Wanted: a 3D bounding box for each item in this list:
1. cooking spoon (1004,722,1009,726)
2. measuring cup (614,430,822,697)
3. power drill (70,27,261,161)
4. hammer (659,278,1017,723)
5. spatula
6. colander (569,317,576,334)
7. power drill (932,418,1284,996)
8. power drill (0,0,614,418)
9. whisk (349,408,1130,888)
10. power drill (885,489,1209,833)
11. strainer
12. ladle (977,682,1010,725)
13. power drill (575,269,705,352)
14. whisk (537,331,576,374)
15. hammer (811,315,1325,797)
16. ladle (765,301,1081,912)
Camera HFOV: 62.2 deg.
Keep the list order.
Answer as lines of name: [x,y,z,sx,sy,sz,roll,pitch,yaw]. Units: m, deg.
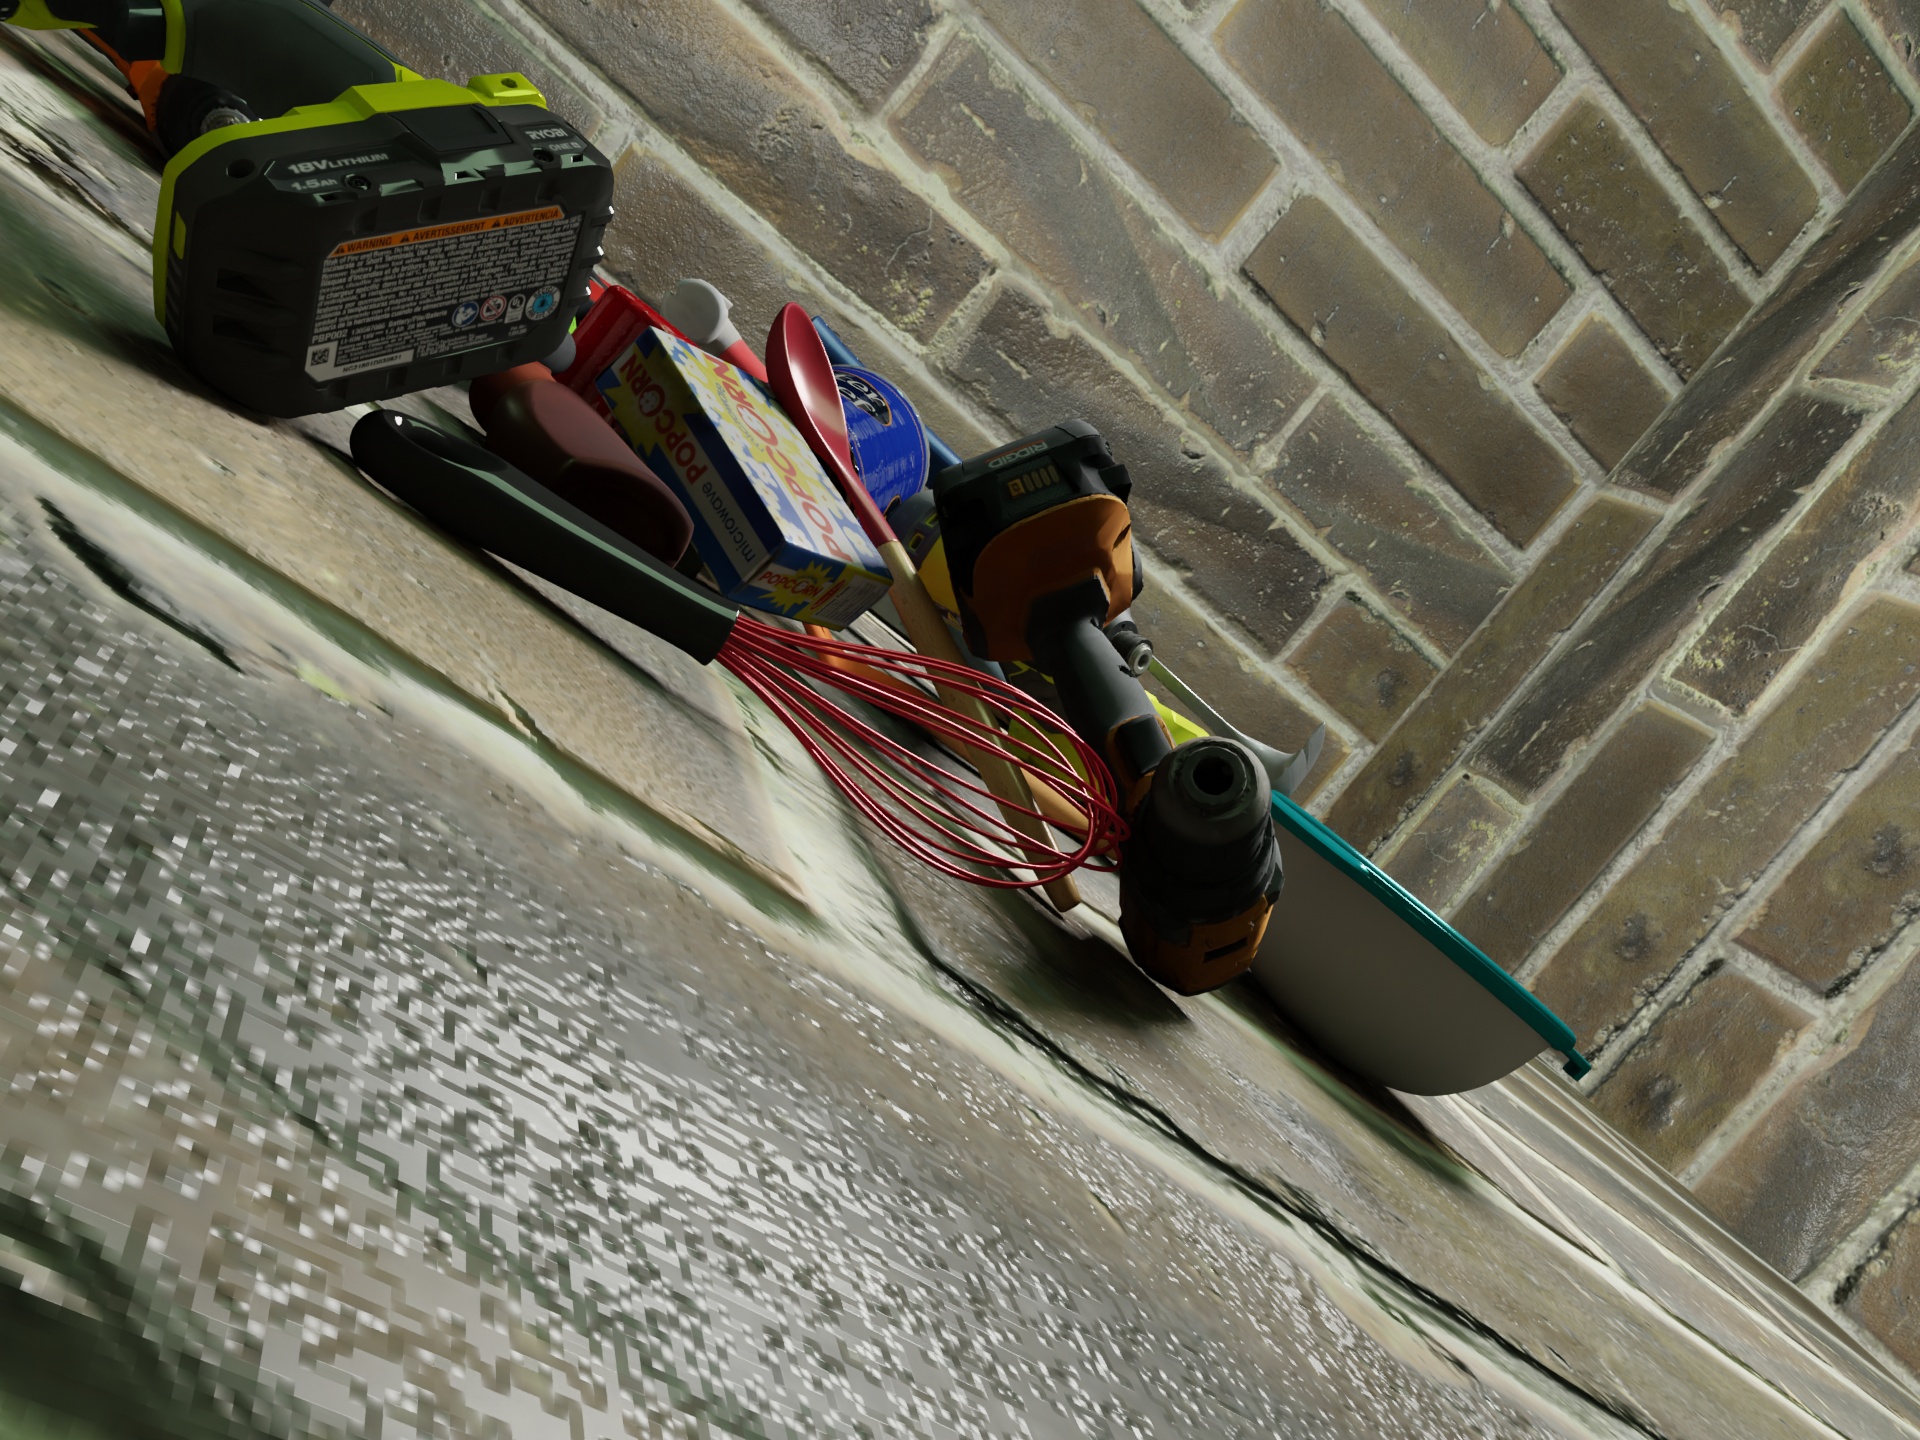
cooking spoon: [-0.046,-0.111,1.150,0.319,0.017,0.069,53,0,-9]
measuring cup: [-0.108,-0.069,0.681,0.168,0.038,0.083,40,6,23]
power drill: [-0.385,-0.319,0.672,0.226,0.084,0.164,40,5,-38]
hammer: [-0.050,-0.118,1.021,0.386,0.038,0.143,50,5,-10]
spatula: [-0.001,-0.003,0.829,0.322,0.041,0.081,36,22,-38]
colander: [-0.377,-0.380,1.068,0.397,0.094,0.204,40,6,3]
power drill: [0.063,-0.012,0.646,0.185,0.084,0.226,77,-10,-66]
power drill: [-0.235,-0.197,0.478,0.229,0.080,0.190,45,44,15]
whisk: [-0.063,-0.019,0.531,0.295,0.073,0.073,30,9,-20]
power drill: [0.061,-0.022,0.876,0.171,0.080,0.223,31,-13,38]
strainer: [0.189,0.115,0.834,0.340,0.095,0.211,34,7,-48]
ladle: [0.090,0.047,1.066,0.320,0.062,0.078,35,2,31]
power drill: [-0.280,-0.313,1.269,0.227,0.080,0.187,41,6,37]
whisk: [-0.212,-0.172,0.658,0.070,0.070,0.284,39,7,1]
hammer: [0.055,-0.093,0.956,0.405,0.035,0.144,42,-13,-4]
ladle: [-0.021,-0.056,0.715,0.316,0.031,0.069,63,12,17]
